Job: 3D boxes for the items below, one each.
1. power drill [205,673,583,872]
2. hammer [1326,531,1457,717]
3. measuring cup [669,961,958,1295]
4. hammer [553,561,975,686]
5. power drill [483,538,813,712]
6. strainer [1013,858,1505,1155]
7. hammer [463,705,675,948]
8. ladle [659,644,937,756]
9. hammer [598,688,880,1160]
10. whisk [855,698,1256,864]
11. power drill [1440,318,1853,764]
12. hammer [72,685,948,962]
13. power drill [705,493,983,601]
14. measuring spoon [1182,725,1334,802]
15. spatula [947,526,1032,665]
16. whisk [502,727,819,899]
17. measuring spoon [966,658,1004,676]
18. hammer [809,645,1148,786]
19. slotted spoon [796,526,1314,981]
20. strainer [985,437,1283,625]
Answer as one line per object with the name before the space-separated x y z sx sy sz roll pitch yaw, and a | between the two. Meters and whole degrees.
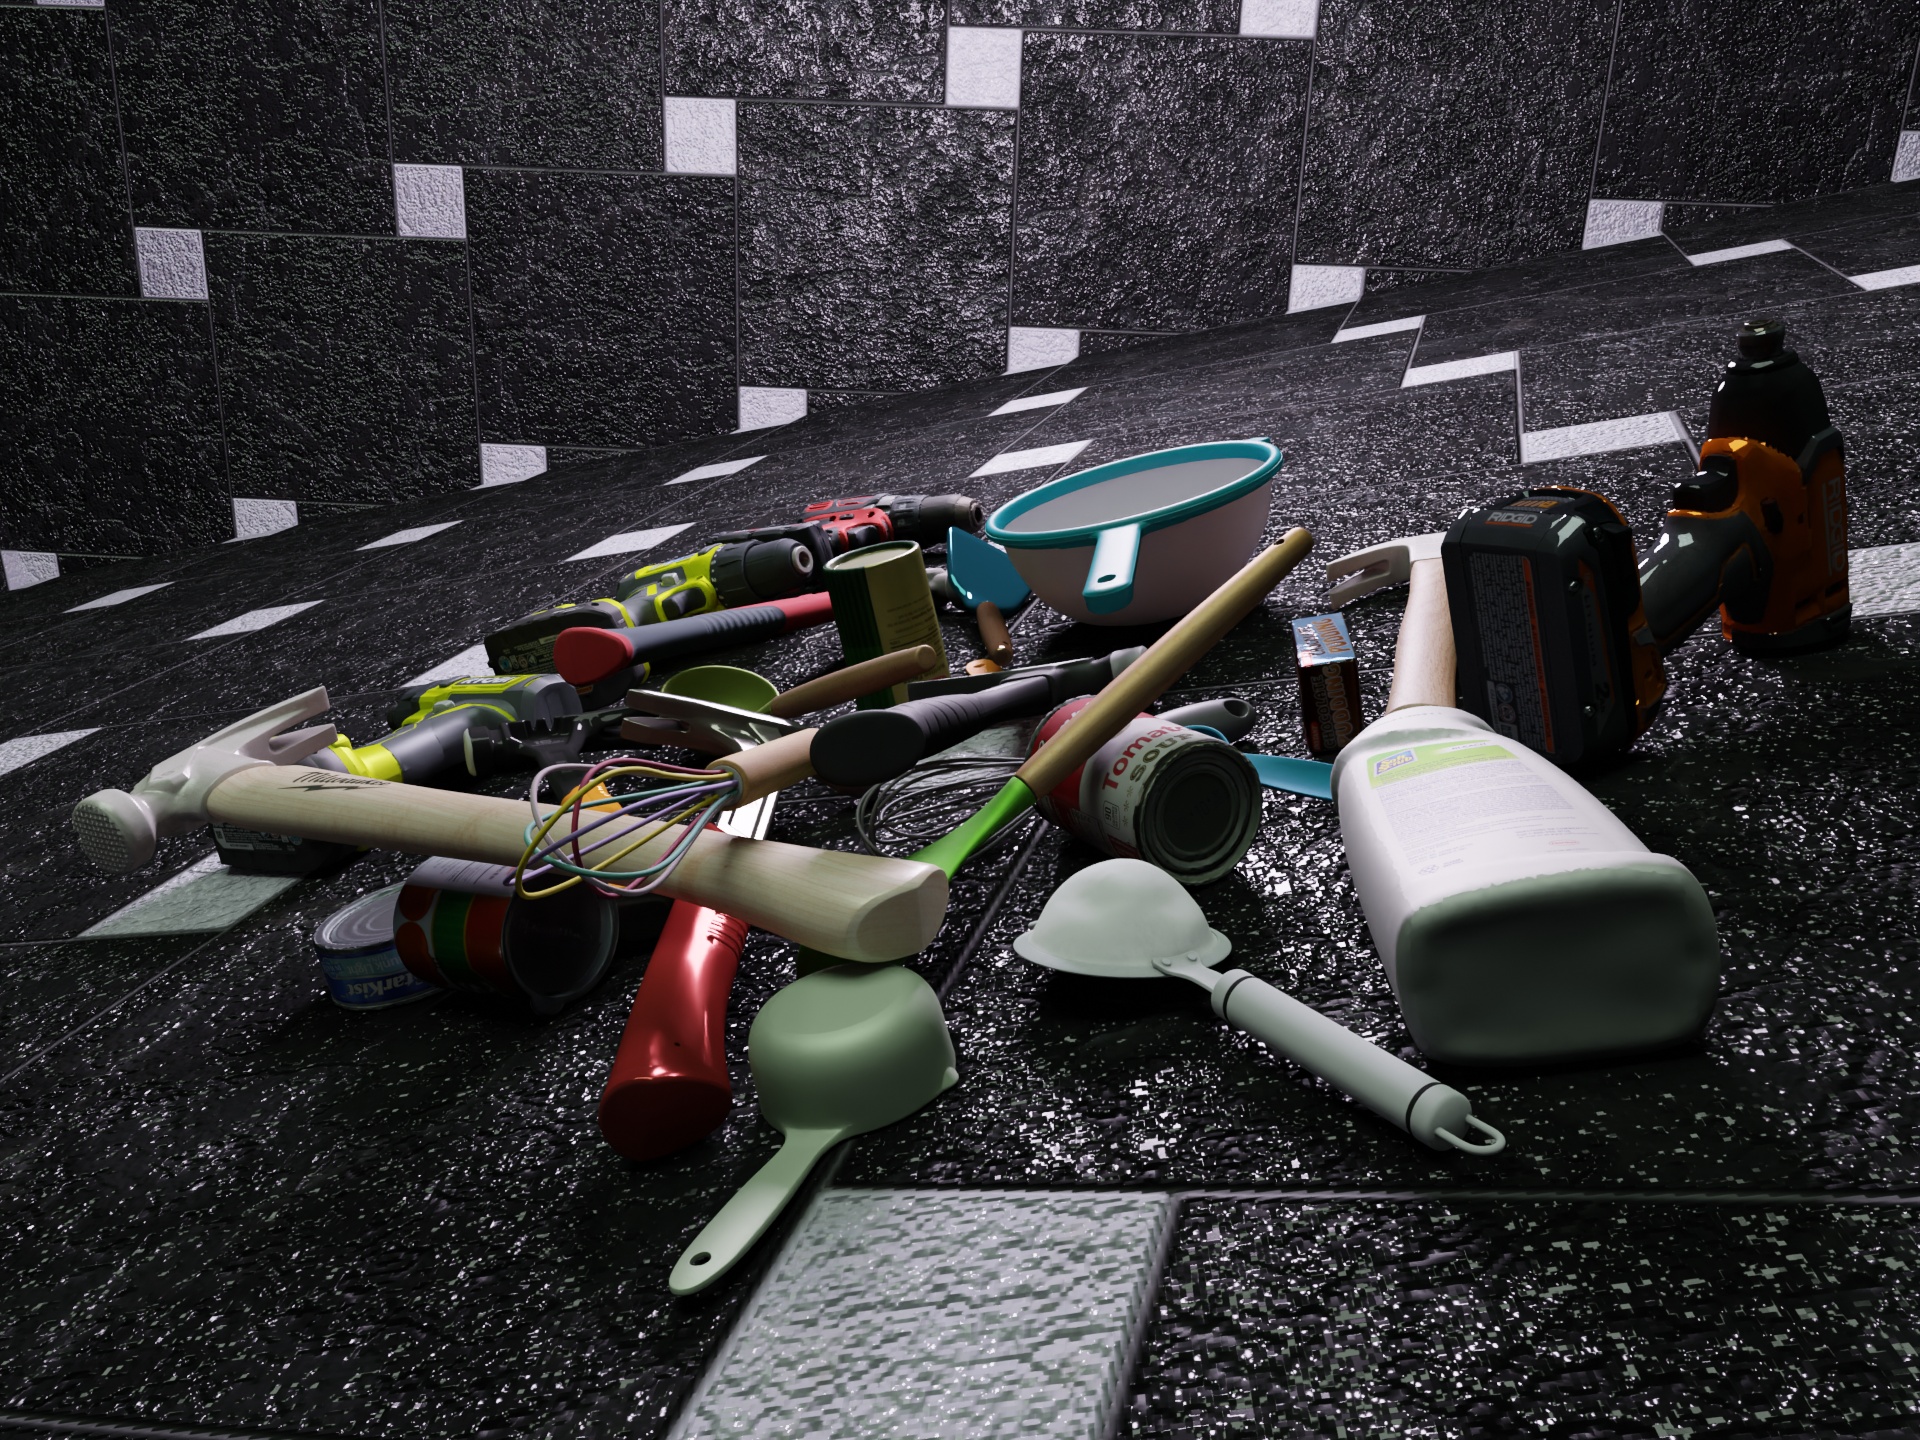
power drill | -0.392 0.024 1.080 0.171 0.080 0.223 -1 18 32
hammer | 0.268 -0.054 0.918 0.130 0.031 0.331 -6 19 21
measuring cup | -0.059 0.135 0.557 0.083 0.038 0.167 -5 17 24
hammer | -0.145 -0.073 1.143 0.143 0.038 0.386 -1 10 36
power drill | -0.240 -0.082 1.255 0.190 0.080 0.228 -11 17 35
strainer | 0.097 0.095 0.575 0.087 0.050 0.259 -6 16 -28
hammer | -0.203 0.051 0.907 0.127 0.034 0.337 -9 18 -20
ladle | -0.095 -0.023 0.915 0.078 0.062 0.320 -12 -1 -29
hammer | -0.119 0.074 0.733 0.149 0.036 0.359 12 22 -3
whisk | 0.055 0.027 0.803 0.239 0.055 0.055 -17 17 -26
power drill | 0.338 -0.088 0.760 0.226 0.164 0.084 -24 21 -25
hammer | -0.192 0.046 0.705 0.411 0.038 0.146 7 26 24
power drill | -0.101 -0.157 1.429 0.188 0.080 0.227 -3 17 28
measuring spoon | 0.151 0.031 0.772 0.129 0.021 0.042 11 53 34
spatula | 0.024 -0.082 1.109 0.082 0.044 0.318 28 10 -8
whisk | -0.098 0.027 0.616 0.051 0.047 0.245 7 9 16
measuring spoon | 0.021 -0.025 1.045 0.021 0.011 0.117 -16 14 -6
hammer | -0.001 -0.003 0.814 0.146 0.035 0.335 -9 3 18
slotted spoon | 0.045 0.013 0.695 0.314 0.031 0.070 -41 26 -16
strainer | 0.119 -0.098 1.060 0.211 0.095 0.340 -11 20 14
